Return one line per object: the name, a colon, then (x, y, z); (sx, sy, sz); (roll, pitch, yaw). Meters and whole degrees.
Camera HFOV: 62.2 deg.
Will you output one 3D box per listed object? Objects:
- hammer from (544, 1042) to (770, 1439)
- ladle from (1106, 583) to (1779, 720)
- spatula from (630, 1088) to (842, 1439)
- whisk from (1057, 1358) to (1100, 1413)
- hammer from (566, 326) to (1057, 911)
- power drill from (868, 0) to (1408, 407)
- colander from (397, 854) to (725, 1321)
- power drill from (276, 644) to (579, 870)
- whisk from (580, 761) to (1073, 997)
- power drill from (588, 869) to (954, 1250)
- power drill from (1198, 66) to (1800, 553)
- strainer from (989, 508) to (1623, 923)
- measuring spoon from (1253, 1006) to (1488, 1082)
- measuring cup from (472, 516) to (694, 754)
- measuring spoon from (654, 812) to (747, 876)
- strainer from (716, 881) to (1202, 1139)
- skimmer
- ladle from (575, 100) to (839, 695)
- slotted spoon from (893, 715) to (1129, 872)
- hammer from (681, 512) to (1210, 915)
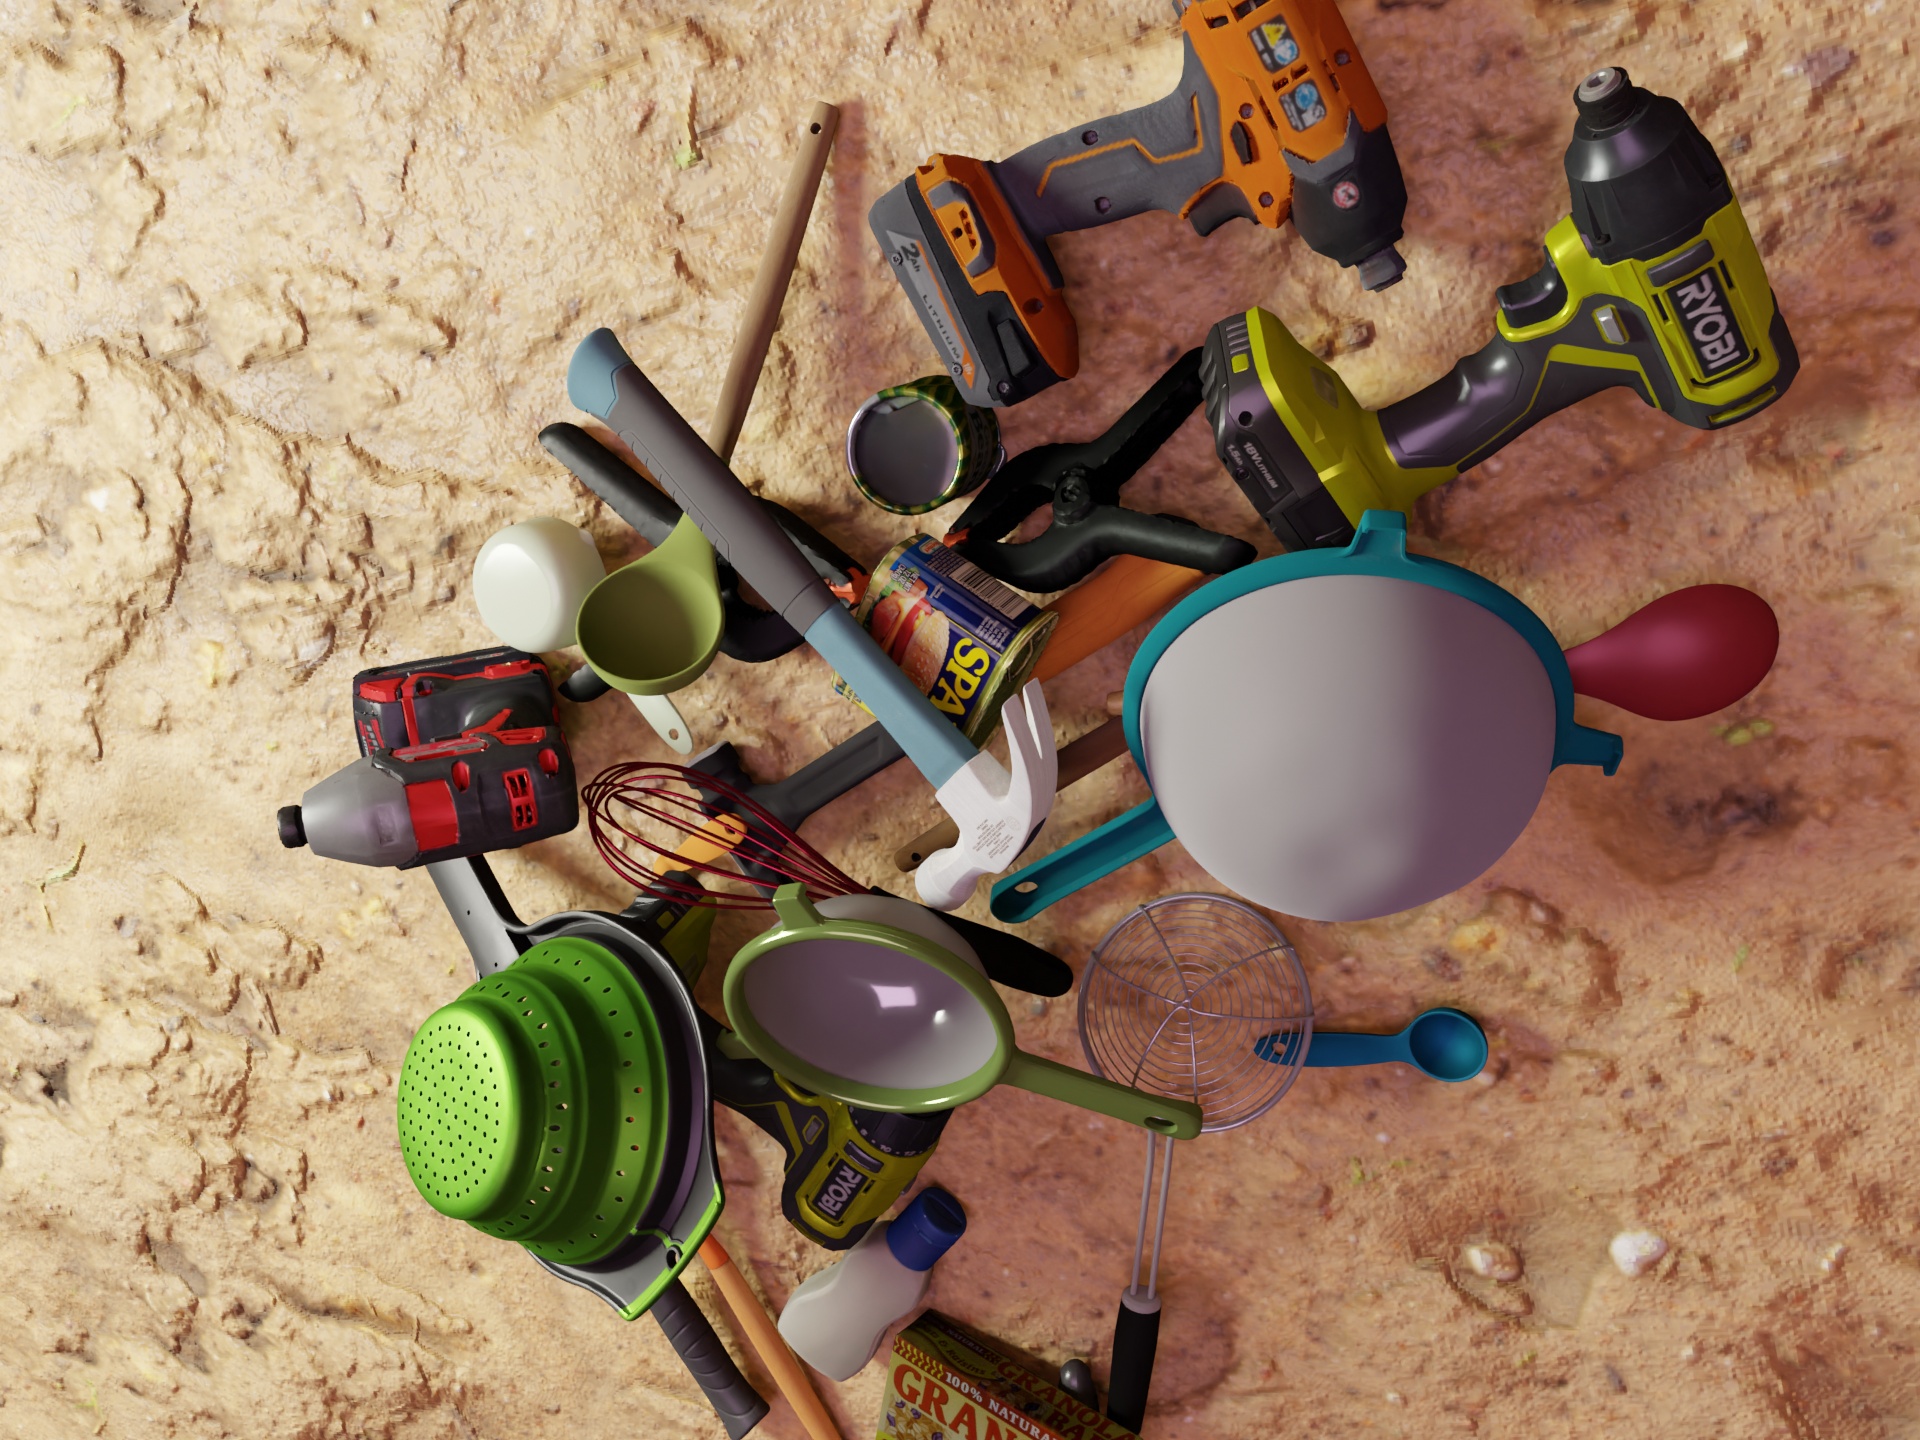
hammer: (-0.219, 0.337, 1.038); (0.146, 0.035, 0.334); (-7, 116, 53)
ladle: (0.227, -0.021, 0.767); (0.315, 0.031, 0.069); (-4, 116, 13)
spatula: (-0.143, 0.371, 1.050); (0.081, 0.041, 0.322); (-23, 102, 24)
whisk: (0.078, 0.512, 1.004); (0.055, 0.055, 0.239); (0, 103, 19)
hammer: (-0.078, -0.059, 0.784); (0.331, 0.033, 0.128); (48, 130, 3)
power drill: (0.089, -0.236, 0.745); (0.226, 0.084, 0.164); (-27, 98, 21)
colander: (-0.277, 0.151, 0.893); (0.204, 0.094, 0.397); (-54, 55, 21)
power drill: (-0.284, 0.023, 0.866); (0.143, 0.220, 0.078); (-11, 106, -12)
whisk: (-0.069, 0.095, 0.872); (0.295, 0.073, 0.073); (23, 115, -15)
power drill: (-0.111, 0.193, 0.937); (0.228, 0.080, 0.190); (35, 128, 5)
power drill: (0.225, -0.164, 0.691); (0.223, 0.080, 0.171); (-26, 131, 26)
strainer: (0.134, 0.056, 0.776); (0.210, 0.095, 0.340); (38, 129, -26)
measuring spoon: (0.223, 0.174, 0.865); (0.128, 0.021, 0.042); (-8, 105, 31)
measuring cup: (-0.212, -0.041, 0.896); (0.167, 0.038, 0.083); (49, 120, 8)
measuring spoon: (-0.155, 0.077, 0.938); (0.021, 0.011, 0.117); (55, 141, -3)
strainer: (0.008, 0.150, 0.825); (0.256, 0.069, 0.151); (20, 134, -5)
skimmer: (0.120, 0.272, 0.922); (0.127, 0.090, 0.363); (13, 121, 17)
ladle: (-0.123, -0.164, 0.827); (0.078, 0.062, 0.320); (22, 101, 10)
slotted spoon: (0.092, 0.005, 0.830); (0.313, 0.031, 0.070); (-31, 100, 20)
hammer: (-0.001, -0.003, 0.874); (0.337, 0.034, 0.127); (-33, 93, 25)
